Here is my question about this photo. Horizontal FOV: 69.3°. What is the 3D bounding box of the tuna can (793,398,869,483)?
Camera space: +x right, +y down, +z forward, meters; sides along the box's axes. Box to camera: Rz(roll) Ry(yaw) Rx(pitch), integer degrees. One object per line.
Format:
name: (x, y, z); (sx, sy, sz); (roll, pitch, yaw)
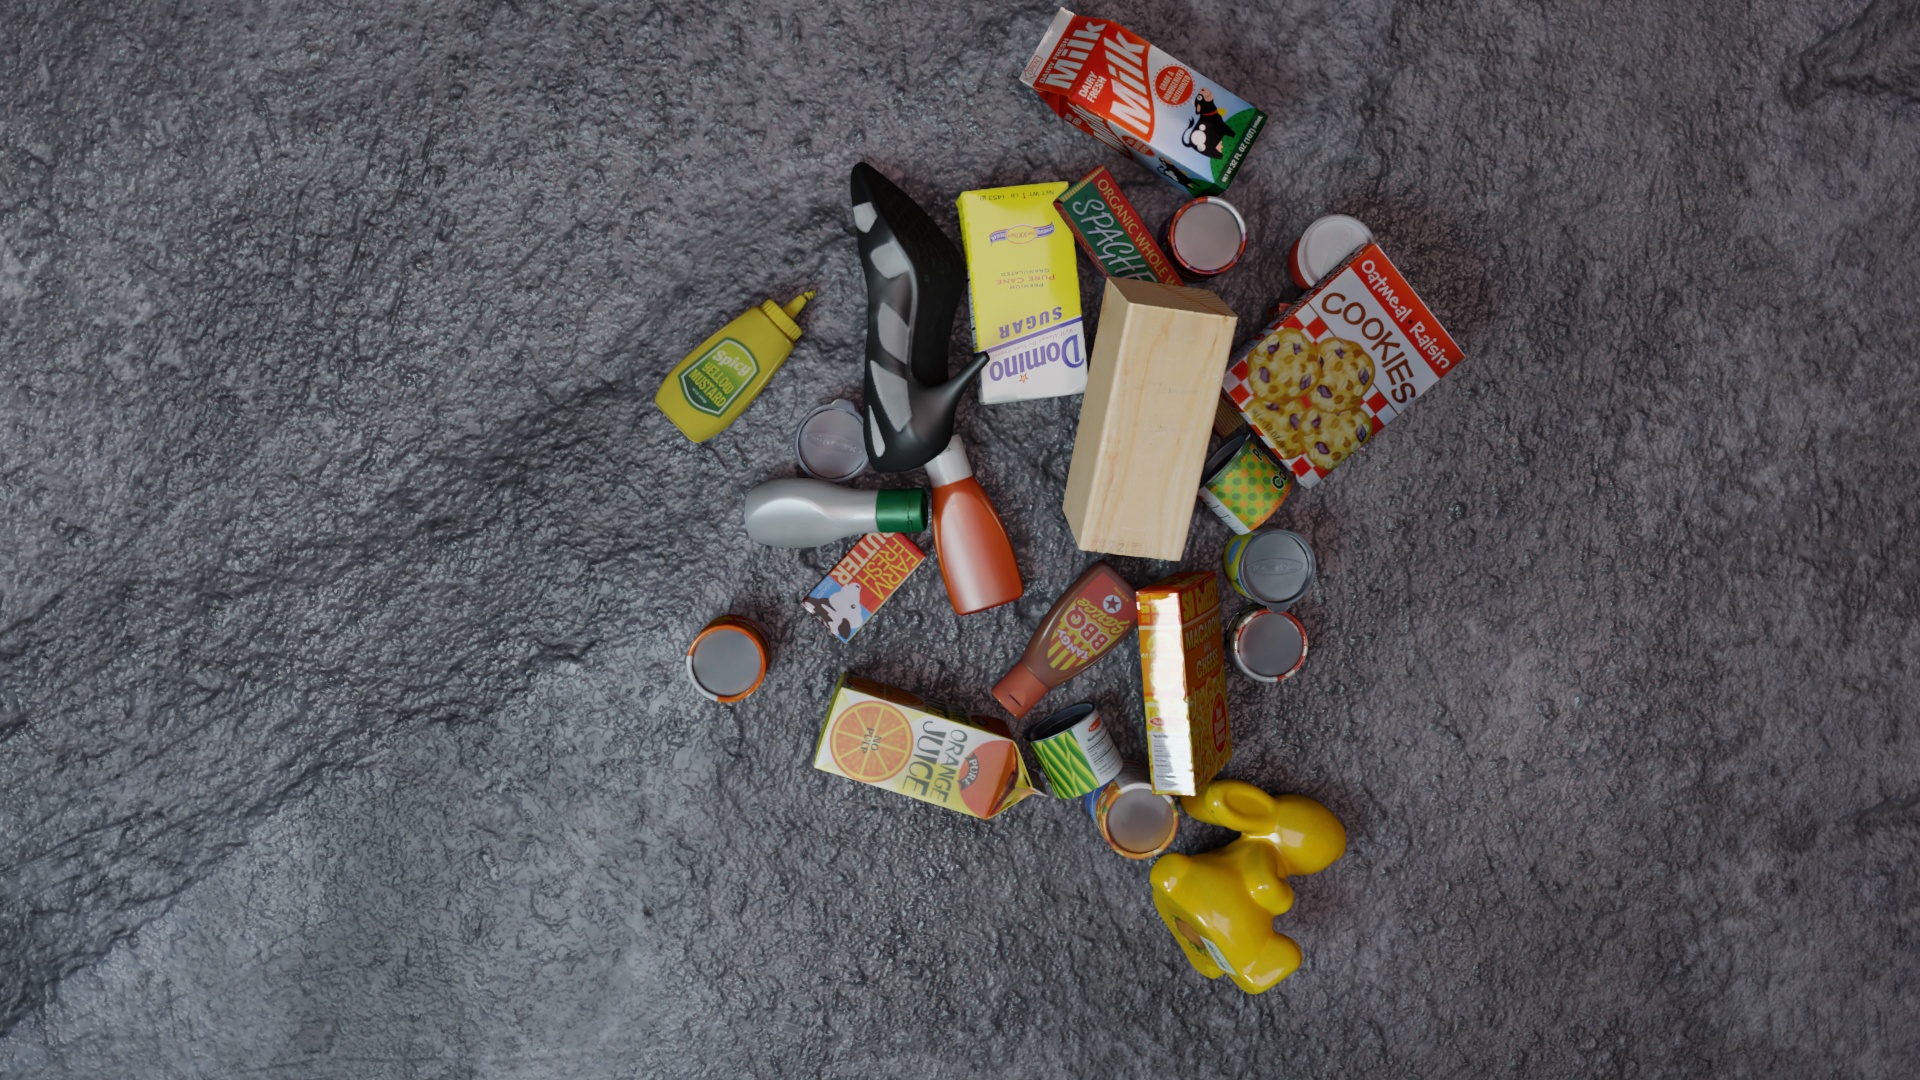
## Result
tuna can: (-0.106, -0.084, 1.168); (0.071, 0.033, 0.071); (0, 94, -4)

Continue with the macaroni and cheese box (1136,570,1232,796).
macaroni and cheese box: (0.189, 0.115, 1.158); (0.040, 0.124, 0.166); (-3, 95, 25)

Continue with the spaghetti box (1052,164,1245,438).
spaghetti box: (0.167, -0.197, 1.158); (0.050, 0.029, 0.249); (-39, 107, -2)

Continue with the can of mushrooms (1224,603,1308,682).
can of mushrooms: (0.267, 0.087, 1.207); (0.071, 0.033, 0.071); (0, 94, -3)

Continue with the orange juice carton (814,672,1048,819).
orange juice carton: (-0.021, 0.178, 1.173); (0.193, 0.072, 0.073); (18, 93, -5)

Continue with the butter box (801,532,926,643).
butter box: (-0.082, 0.033, 1.182); (0.053, 0.024, 0.103); (43, 90, -6)

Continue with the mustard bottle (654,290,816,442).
mustard bottle: (-0.180, -0.153, 1.149); (0.160, 0.049, 0.065); (-45, 98, 0)

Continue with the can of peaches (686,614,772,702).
can of peaches: (-0.191, 0.097, 1.161); (0.071, 0.058, 0.071); (0, 94, -4)

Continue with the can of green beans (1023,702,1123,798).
can of green beans: (0.098, 0.179, 1.184); (0.071, 0.071, 0.057); (-27, 96, -2)

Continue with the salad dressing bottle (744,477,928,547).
salad dressing bottle: (-0.102, -0.024, 1.148); (0.148, 0.044, 0.064); (-1, 135, 9)

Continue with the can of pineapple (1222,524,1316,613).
can of pineapple: (0.263, 0.022, 1.189); (0.071, 0.058, 0.071); (0, 94, -4)

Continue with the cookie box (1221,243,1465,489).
cookie box: (0.309, -0.144, 1.143); (0.167, 0.040, 0.123); (-41, 101, 5)

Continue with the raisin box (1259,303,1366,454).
raisin box: (0.305, -0.138, 1.191); (0.086, 0.040, 0.123); (3, 93, -4)

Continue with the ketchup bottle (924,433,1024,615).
ketchup bottle: (0.004, -0.015, 1.175); (0.065, 0.043, 0.148); (-17, 95, -1)

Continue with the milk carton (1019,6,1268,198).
milk carton: (0.148, -0.361, 1.147); (0.190, 0.073, 0.072); (30, 92, -5)

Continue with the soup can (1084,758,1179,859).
soup can: (0.145, 0.230, 1.182); (0.071, 0.084, 0.071); (0, 95, -4)

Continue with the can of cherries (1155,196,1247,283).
can of cherries: (0.200, -0.249, 1.166); (0.071, 0.058, 0.071); (0, 94, -4)

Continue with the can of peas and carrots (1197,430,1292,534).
can of peas and carrots: (0.240, -0.049, 1.178); (0.058, 0.071, 0.071); (43, 90, -7)

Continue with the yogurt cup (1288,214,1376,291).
yogurt cup: (0.312, -0.239, 1.177); (0.072, 0.054, 0.072); (0, 94, -4)

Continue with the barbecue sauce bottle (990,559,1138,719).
barbecue sauce bottle: (0.090, 0.089, 1.189); (0.148, 0.044, 0.065); (-45, 97, 0)
